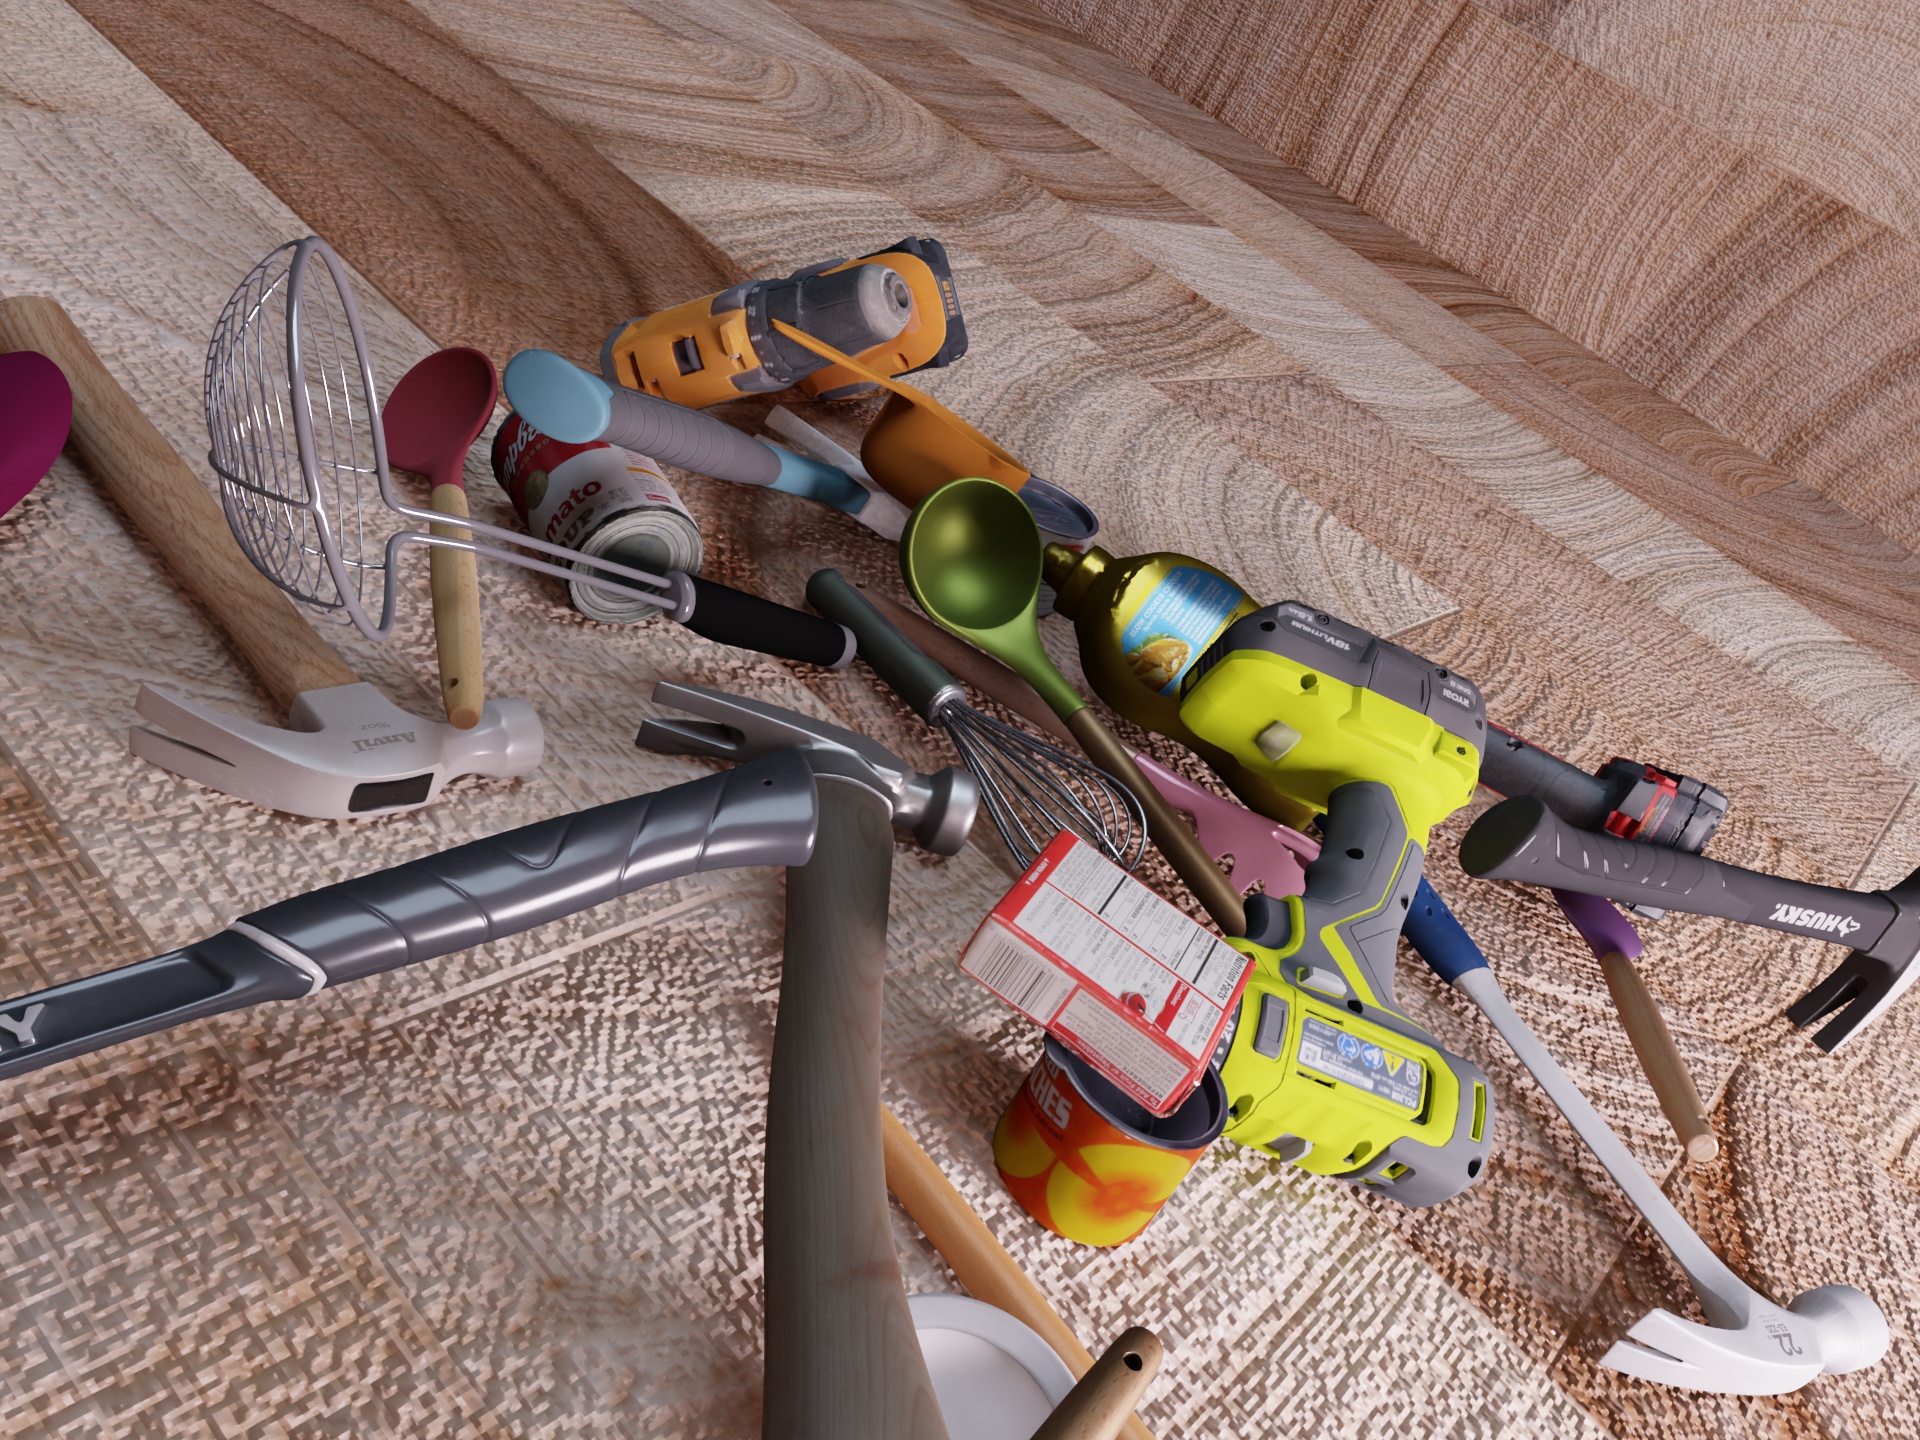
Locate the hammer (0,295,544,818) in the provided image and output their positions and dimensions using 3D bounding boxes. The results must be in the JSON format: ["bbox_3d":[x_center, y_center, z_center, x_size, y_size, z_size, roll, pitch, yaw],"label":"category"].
[{"bbox_3d":[-0.311,-0.076,0.636,0.331,0.031,0.130,43,33,25],"label":"hammer"}]

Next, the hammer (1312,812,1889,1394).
[{"bbox_3d":[0.247,0.131,0.759,0.144,0.035,0.406,6,37,-33],"label":"hammer"}]

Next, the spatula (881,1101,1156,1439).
[{"bbox_3d":[0.044,0.205,0.478,0.081,0.041,0.323,-29,56,-27],"label":"spatula"}]

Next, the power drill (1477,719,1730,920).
[{"bbox_3d":[0.304,0.021,0.904,0.220,0.078,0.143,29,8,9],"label":"power drill"}]

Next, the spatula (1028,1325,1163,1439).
[{"bbox_3d":[-0.042,0.233,0.330,0.082,0.044,0.317,37,38,19],"label":"spatula"}]

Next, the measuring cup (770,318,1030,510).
[{"bbox_3d":[-0.042,-0.151,0.839,0.173,0.052,0.095,23,18,-38],"label":"measuring cup"}]

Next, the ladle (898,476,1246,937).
[{"bbox_3d":[0.073,0.011,0.751,0.078,0.062,0.320,-25,65,-25],"label":"ladle"}]

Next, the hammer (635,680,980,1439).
[{"bbox_3d":[-0.051,0.098,0.510,0.146,0.038,0.411,18,22,-12],"label":"hammer"}]

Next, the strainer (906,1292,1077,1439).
[{"bbox_3d":[0.048,0.236,0.408,0.259,0.050,0.087,32,44,22],"label":"strainer"}]

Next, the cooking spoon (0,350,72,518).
[{"bbox_3d":[-0.349,-0.043,0.551,0.068,0.017,0.319,-17,48,-10],"label":"cooking spoon"}]

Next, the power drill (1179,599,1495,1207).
[{"bbox_3d":[0.133,0.067,0.665,0.190,0.080,0.229,24,56,-9],"label":"power drill"}]

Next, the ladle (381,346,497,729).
[{"bbox_3d":[-0.217,-0.085,0.677,0.031,0.069,0.316,51,7,-37],"label":"ladle"}]

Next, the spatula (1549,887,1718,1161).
[{"bbox_3d":[0.333,0.133,0.792,0.060,0.018,0.316,31,19,3],"label":"spatula"}]

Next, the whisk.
[{"bbox_3d":[-0.001,-0.002,0.757,0.247,0.059,0.057,44,-4,34],"label":"whisk"}]

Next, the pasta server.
[{"bbox_3d":[0.061,0.014,0.802,0.316,0.040,0.060,32,30,16],"label":"pasta server"}]

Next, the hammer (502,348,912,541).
[{"bbox_3d":[-0.104,-0.128,0.779,0.128,0.033,0.331,39,13,17],"label":"hammer"}]

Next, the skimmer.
[{"bbox_3d":[-0.130,-0.069,0.618,0.363,0.090,0.127,15,61,-57],"label":"skimmer"}]

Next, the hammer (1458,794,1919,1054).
[{"bbox_3d":[0.388,0.092,0.813,0.334,0.146,0.035,12,26,-26],"label":"hammer"}]

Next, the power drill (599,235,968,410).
[{"bbox_3d":[-0.075,-0.234,0.936,0.185,0.084,0.226,-8,14,30],"label":"power drill"}]

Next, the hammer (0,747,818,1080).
[{"bbox_3d":[-0.210,0.068,0.433,0.409,0.036,0.149,-16,49,-38],"label":"hammer"}]
